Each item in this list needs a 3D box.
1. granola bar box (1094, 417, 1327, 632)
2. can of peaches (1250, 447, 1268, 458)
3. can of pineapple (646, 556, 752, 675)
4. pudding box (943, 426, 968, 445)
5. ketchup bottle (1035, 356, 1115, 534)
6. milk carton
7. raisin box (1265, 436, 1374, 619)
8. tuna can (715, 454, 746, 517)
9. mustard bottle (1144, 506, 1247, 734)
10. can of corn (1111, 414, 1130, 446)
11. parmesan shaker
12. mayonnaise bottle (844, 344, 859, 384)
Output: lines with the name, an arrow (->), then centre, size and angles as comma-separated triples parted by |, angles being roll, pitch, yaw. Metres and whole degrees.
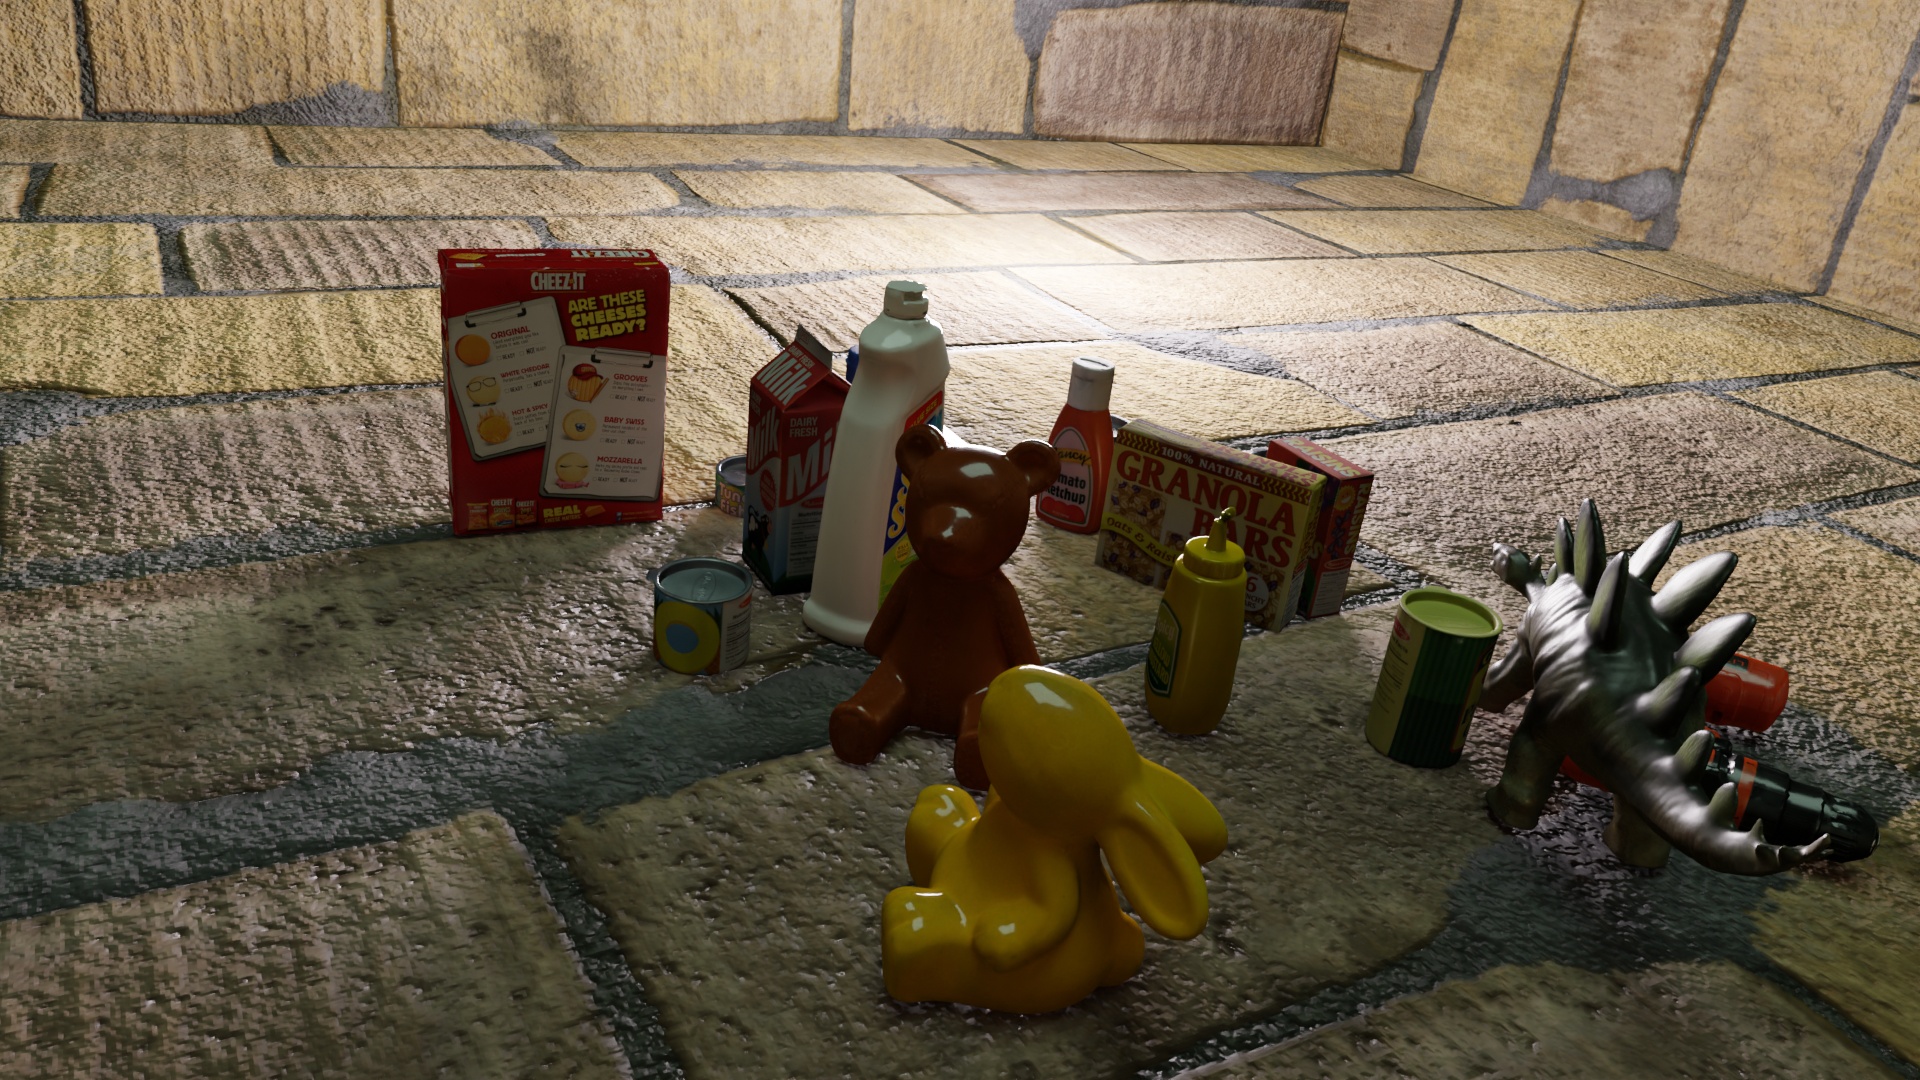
granola bar box -> 0.196, -0.014, 1.102 | 0.166, 0.123, 0.039 | 21, 28, 28
can of peaches -> 0.289, -0.046, 1.271 | 0.071, 0.057, 0.071 | 6, 25, -3
can of pineapple -> -0.177, 0.051, 0.945 | 0.071, 0.057, 0.071 | 6, 25, -3
pudding box -> -0.014, -0.069, 1.252 | 0.030, 0.049, 0.084 | -6, 28, -26
ketchup bottle -> 0.104, -0.083, 1.195 | 0.065, 0.148, 0.044 | 21, 28, 27
milk carton -> -0.116, -0.061, 1.043 | 0.073, 0.189, 0.072 | -7, 28, -27
raisin box -> 0.278, -0.011, 1.117 | 0.040, 0.122, 0.086 | -7, 28, -29
tuna can -> -0.176, -0.045, 1.178 | 0.071, 0.032, 0.071 | 6, 25, -3
mustard bottle -> 0.158, 0.049, 0.915 | 0.049, 0.159, 0.065 | 0, 26, -14
can of corn -> 0.127, -0.082, 1.305 | 0.071, 0.058, 0.071 | 6, 25, -3
parmesan shaker -> 0.316, 0.091, 0.933 | 0.071, 0.102, 0.071 | 6, 25, -3
mayonnaise bottle -> -0.081, -0.088, 1.158 | 0.041, 0.147, 0.065 | 1, 25, -14
